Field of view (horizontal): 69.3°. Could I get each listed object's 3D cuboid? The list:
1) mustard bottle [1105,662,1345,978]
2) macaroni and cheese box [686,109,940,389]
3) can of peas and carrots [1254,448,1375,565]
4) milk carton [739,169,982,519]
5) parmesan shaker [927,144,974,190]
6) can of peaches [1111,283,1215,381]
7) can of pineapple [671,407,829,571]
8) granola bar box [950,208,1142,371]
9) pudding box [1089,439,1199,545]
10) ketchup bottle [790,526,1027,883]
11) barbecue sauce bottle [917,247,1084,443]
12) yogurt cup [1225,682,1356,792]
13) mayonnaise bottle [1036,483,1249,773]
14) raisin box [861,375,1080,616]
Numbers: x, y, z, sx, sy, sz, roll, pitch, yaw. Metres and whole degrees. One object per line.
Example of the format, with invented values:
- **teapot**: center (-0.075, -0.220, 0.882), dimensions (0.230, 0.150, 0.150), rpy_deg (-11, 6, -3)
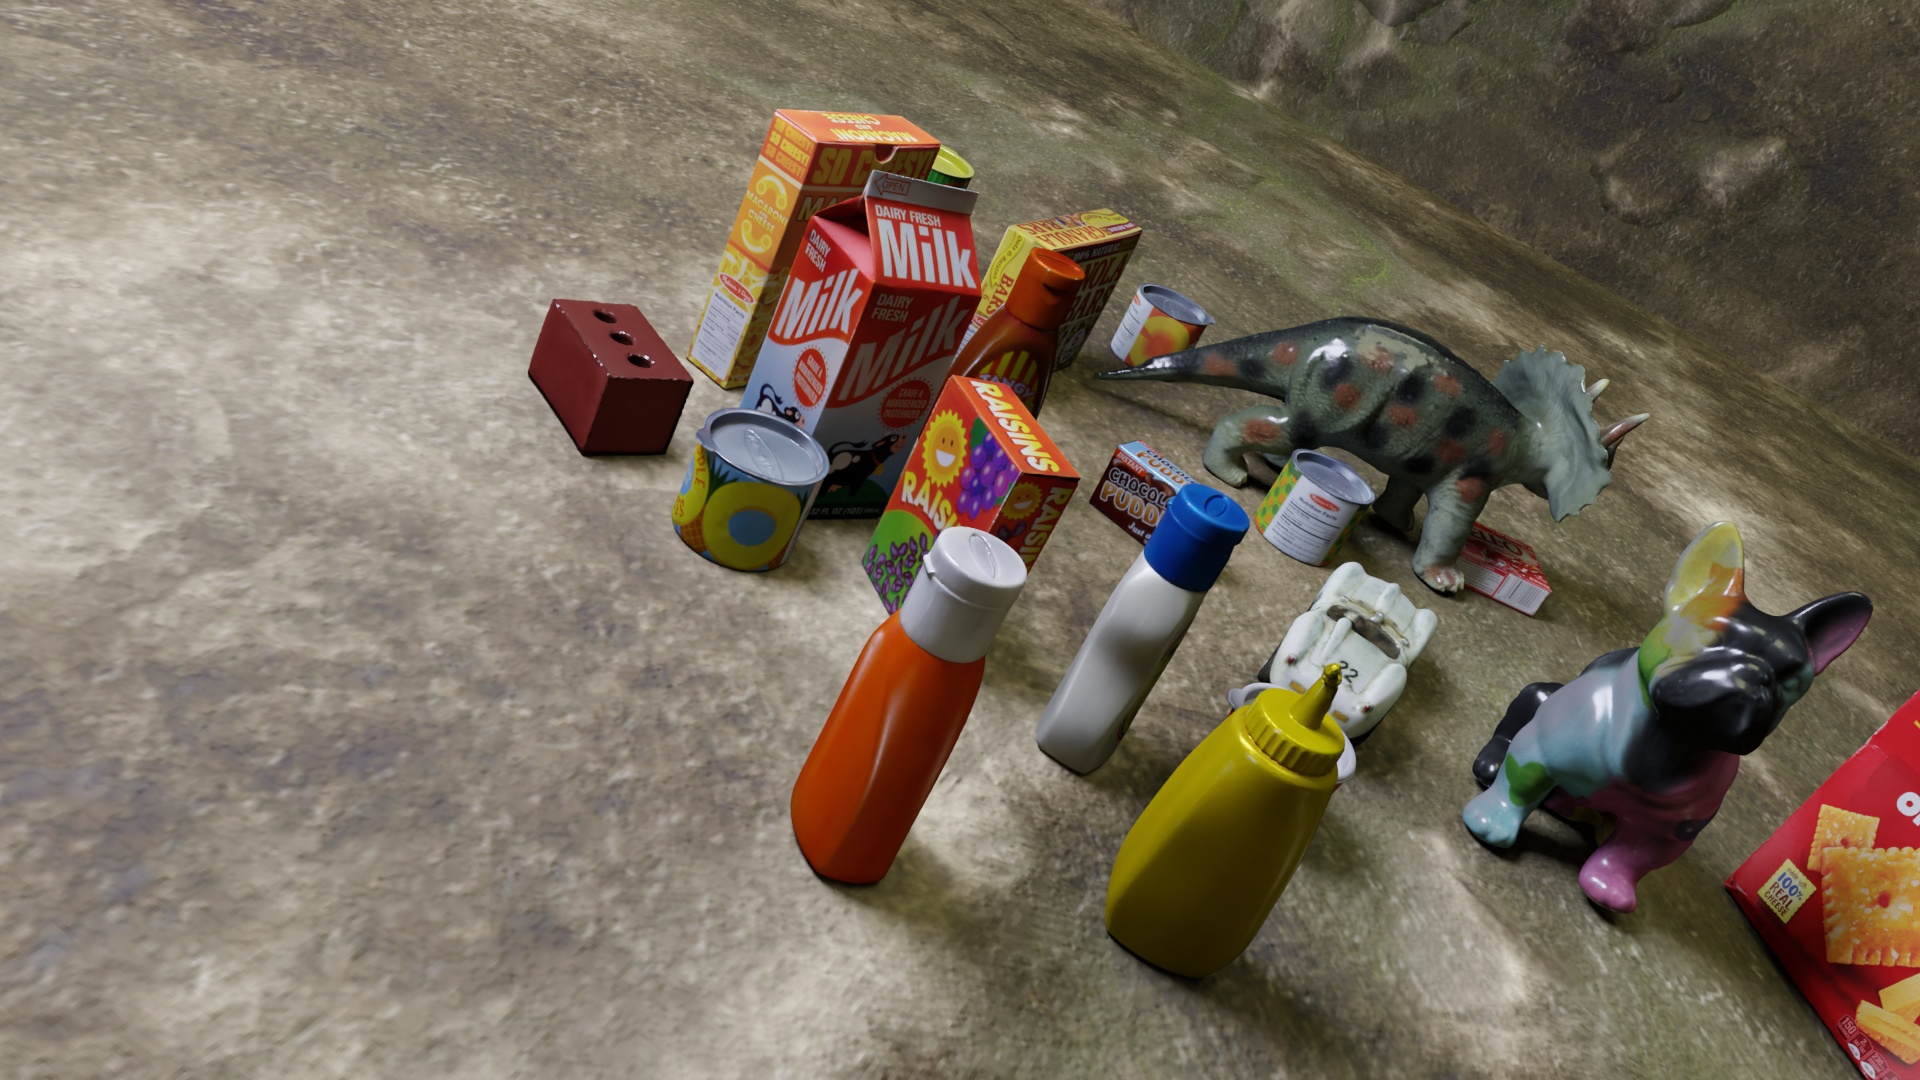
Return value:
- **mustard bottle**: center (0.116, 0.109, 0.568), dimensions (0.065, 0.159, 0.049), rpy_deg (28, 29, 2)
- **macaroni and cheese box**: center (-0.089, -0.179, 0.859), dimensions (0.040, 0.165, 0.124), rpy_deg (39, 31, 20)
- **can of peas and carrots**: center (0.255, -0.025, 1.003), dimensions (0.071, 0.058, 0.071), rpy_deg (20, 29, -12)
- **milk carton**: center (-0.053, -0.107, 0.747), dimensions (0.072, 0.189, 0.074), rpy_deg (0, 39, -40)
- **parmesan shaker**: center (-0.039, -0.256, 1.089), dimensions (0.071, 0.102, 0.071), rpy_deg (20, 29, -12)
- **can of peaches**: center (0.171, -0.176, 1.178), dimensions (0.071, 0.057, 0.071), rpy_deg (20, 29, -12)
- **can of pineapple**: center (-0.109, -0.027, 0.708), dimensions (0.071, 0.057, 0.071), rpy_deg (20, 29, -12)
- **granola bar box**: center (0.062, -0.176, 1.022), dimensions (0.039, 0.123, 0.166), rpy_deg (36, 30, 15)
- **pudding box**: center (0.131, -0.023, 0.908), dimensions (0.084, 0.049, 0.030), rpy_deg (40, 31, 23)
- **ketchup bottle**: center (-0.022, 0.063, 0.542), dimensions (0.043, 0.148, 0.065), rpy_deg (13, 32, -24)
- **barbecue sauce bottle**: center (0.029, -0.108, 0.859), dimensions (0.065, 0.147, 0.044), rpy_deg (17, 30, -17)
- **yogurt cup**: center (0.157, 0.114, 0.703), dimensions (0.072, 0.053, 0.073), rpy_deg (20, 29, -12)
- **mayonnaise bottle**: center (0.087, 0.042, 0.666), dimensions (0.041, 0.147, 0.065), rpy_deg (33, 29, 10)
- **raisin box**: center (0.003, -0.009, 0.703), dimensions (0.040, 0.122, 0.086), rpy_deg (6, 35, -33)
